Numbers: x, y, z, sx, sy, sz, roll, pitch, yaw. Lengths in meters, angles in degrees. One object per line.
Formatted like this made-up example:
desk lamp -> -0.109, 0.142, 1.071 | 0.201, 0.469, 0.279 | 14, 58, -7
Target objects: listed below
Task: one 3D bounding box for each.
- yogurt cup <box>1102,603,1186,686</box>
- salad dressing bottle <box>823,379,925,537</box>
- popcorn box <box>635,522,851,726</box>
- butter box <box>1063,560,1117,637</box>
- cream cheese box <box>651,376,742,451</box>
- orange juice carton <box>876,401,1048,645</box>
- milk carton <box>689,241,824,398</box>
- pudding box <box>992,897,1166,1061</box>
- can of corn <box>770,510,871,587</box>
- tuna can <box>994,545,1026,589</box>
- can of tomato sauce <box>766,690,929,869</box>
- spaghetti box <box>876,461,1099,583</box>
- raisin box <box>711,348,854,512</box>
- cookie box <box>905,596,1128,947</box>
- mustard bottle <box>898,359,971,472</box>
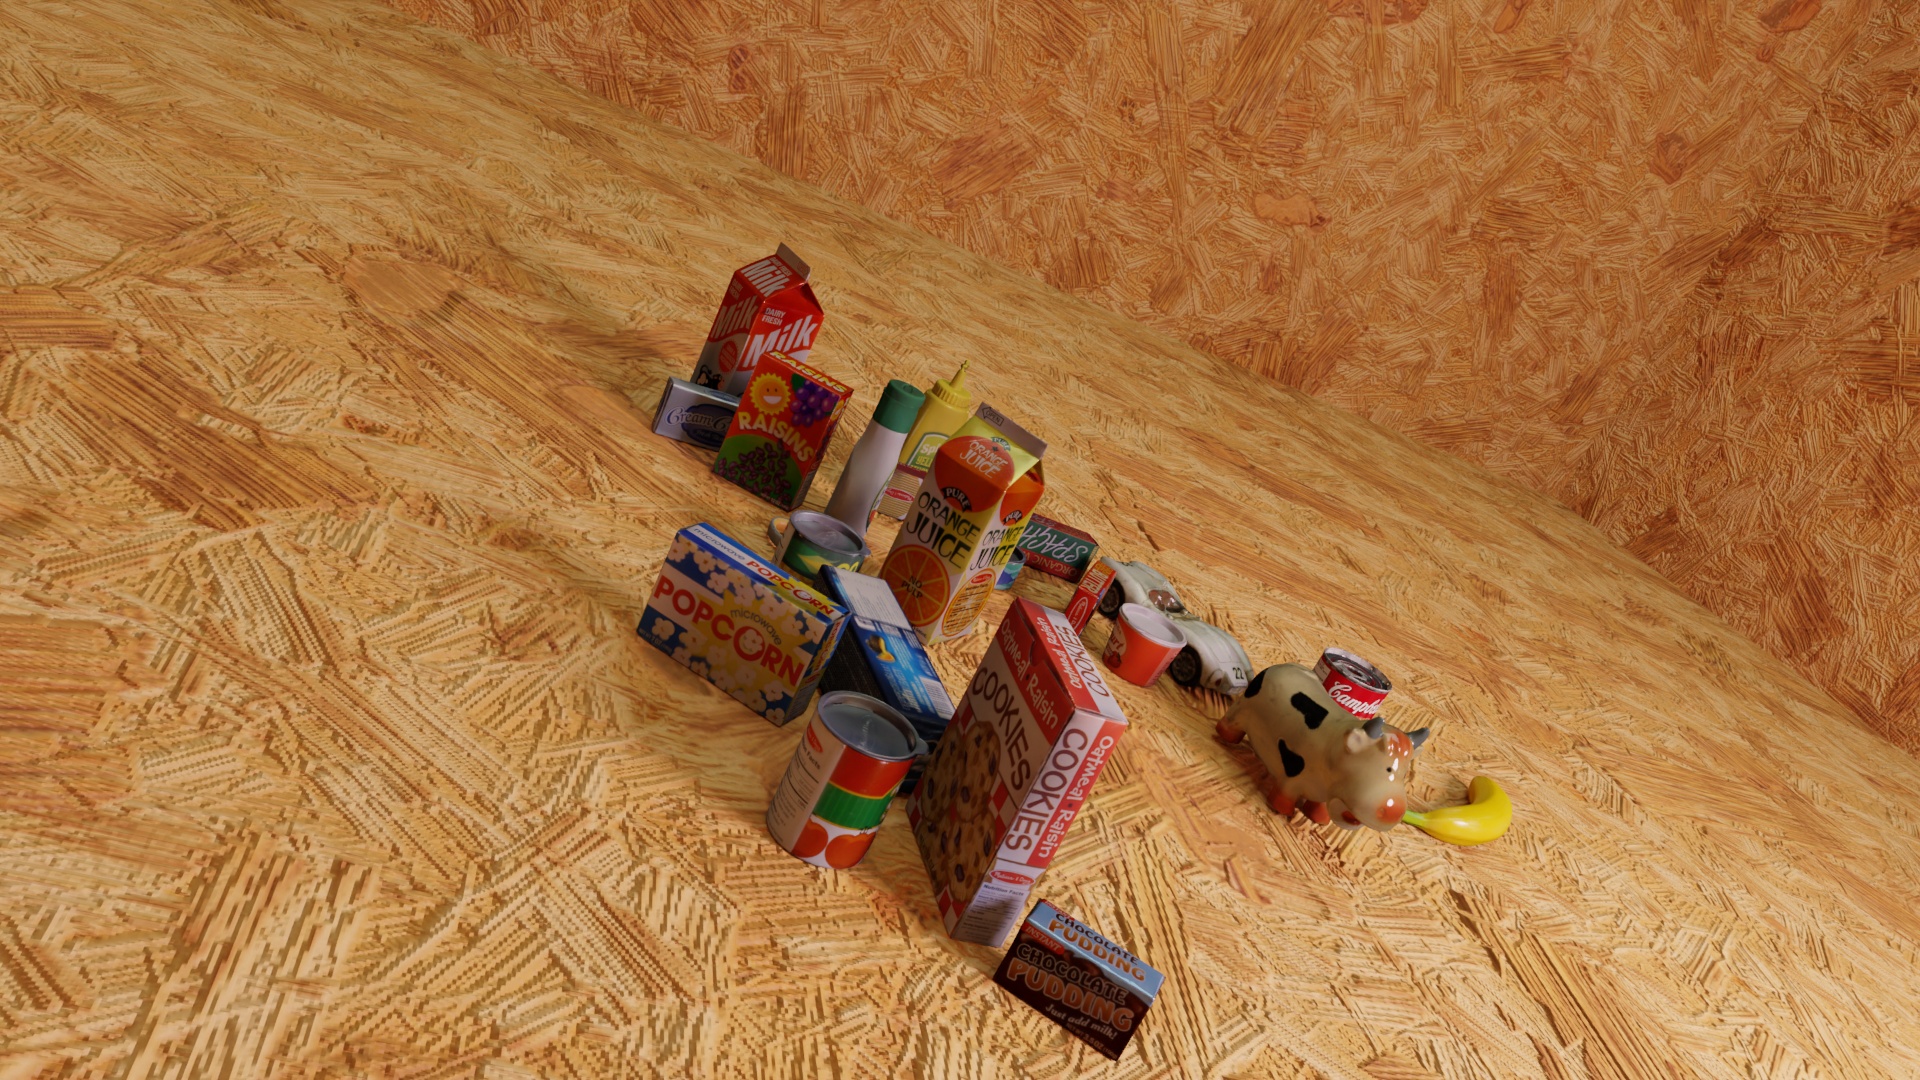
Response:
yogurt cup -> 0.166, 0.098, 1.276 | 0.072, 0.053, 0.072 | 23, 19, -9
salad dressing bottle -> -0.078, -0.074, 1.267 | 0.044, 0.147, 0.064 | 24, 19, -6
popcorn box -> -0.149, 0.055, 0.942 | 0.127, 0.085, 0.038 | 31, 19, 12
butter box -> 0.120, 0.057, 1.322 | 0.024, 0.053, 0.104 | 29, 20, 8
cream cheese box -> -0.234, -0.114, 1.313 | 0.104, 0.053, 0.024 | 16, 21, -26
orange juice carton -> 0.004, -0.014, 1.150 | 0.072, 0.192, 0.073 | 35, 21, 23
milk carton -> -0.197, -0.193, 1.357 | 0.073, 0.189, 0.072 | 9, 25, -41
pudding box -> 0.067, 0.246, 0.781 | 0.084, 0.049, 0.030 | 31, 19, 12
can of corn -> -0.115, 0.018, 1.119 | 0.071, 0.058, 0.071 | 23, 19, -9
tuna can -> 0.025, 0.017, 1.337 | 0.071, 0.032, 0.071 | 23, 20, -9
can of tomato sauce -> -0.068, 0.143, 0.824 | 0.071, 0.082, 0.071 | 23, 19, -9
spaghetti box -> 0.019, -0.020, 1.397 | 0.250, 0.050, 0.029 | 20, 20, -18
raisin box -> -0.162, -0.100, 1.265 | 0.086, 0.123, 0.040 | 29, 19, 7
cookie box -> 0.028, 0.136, 0.834 | 0.040, 0.166, 0.123 | 18, 21, -23
mustard bottle -> -0.028, -0.111, 1.405 | 0.065, 0.159, 0.049 | 15, 22, -31
